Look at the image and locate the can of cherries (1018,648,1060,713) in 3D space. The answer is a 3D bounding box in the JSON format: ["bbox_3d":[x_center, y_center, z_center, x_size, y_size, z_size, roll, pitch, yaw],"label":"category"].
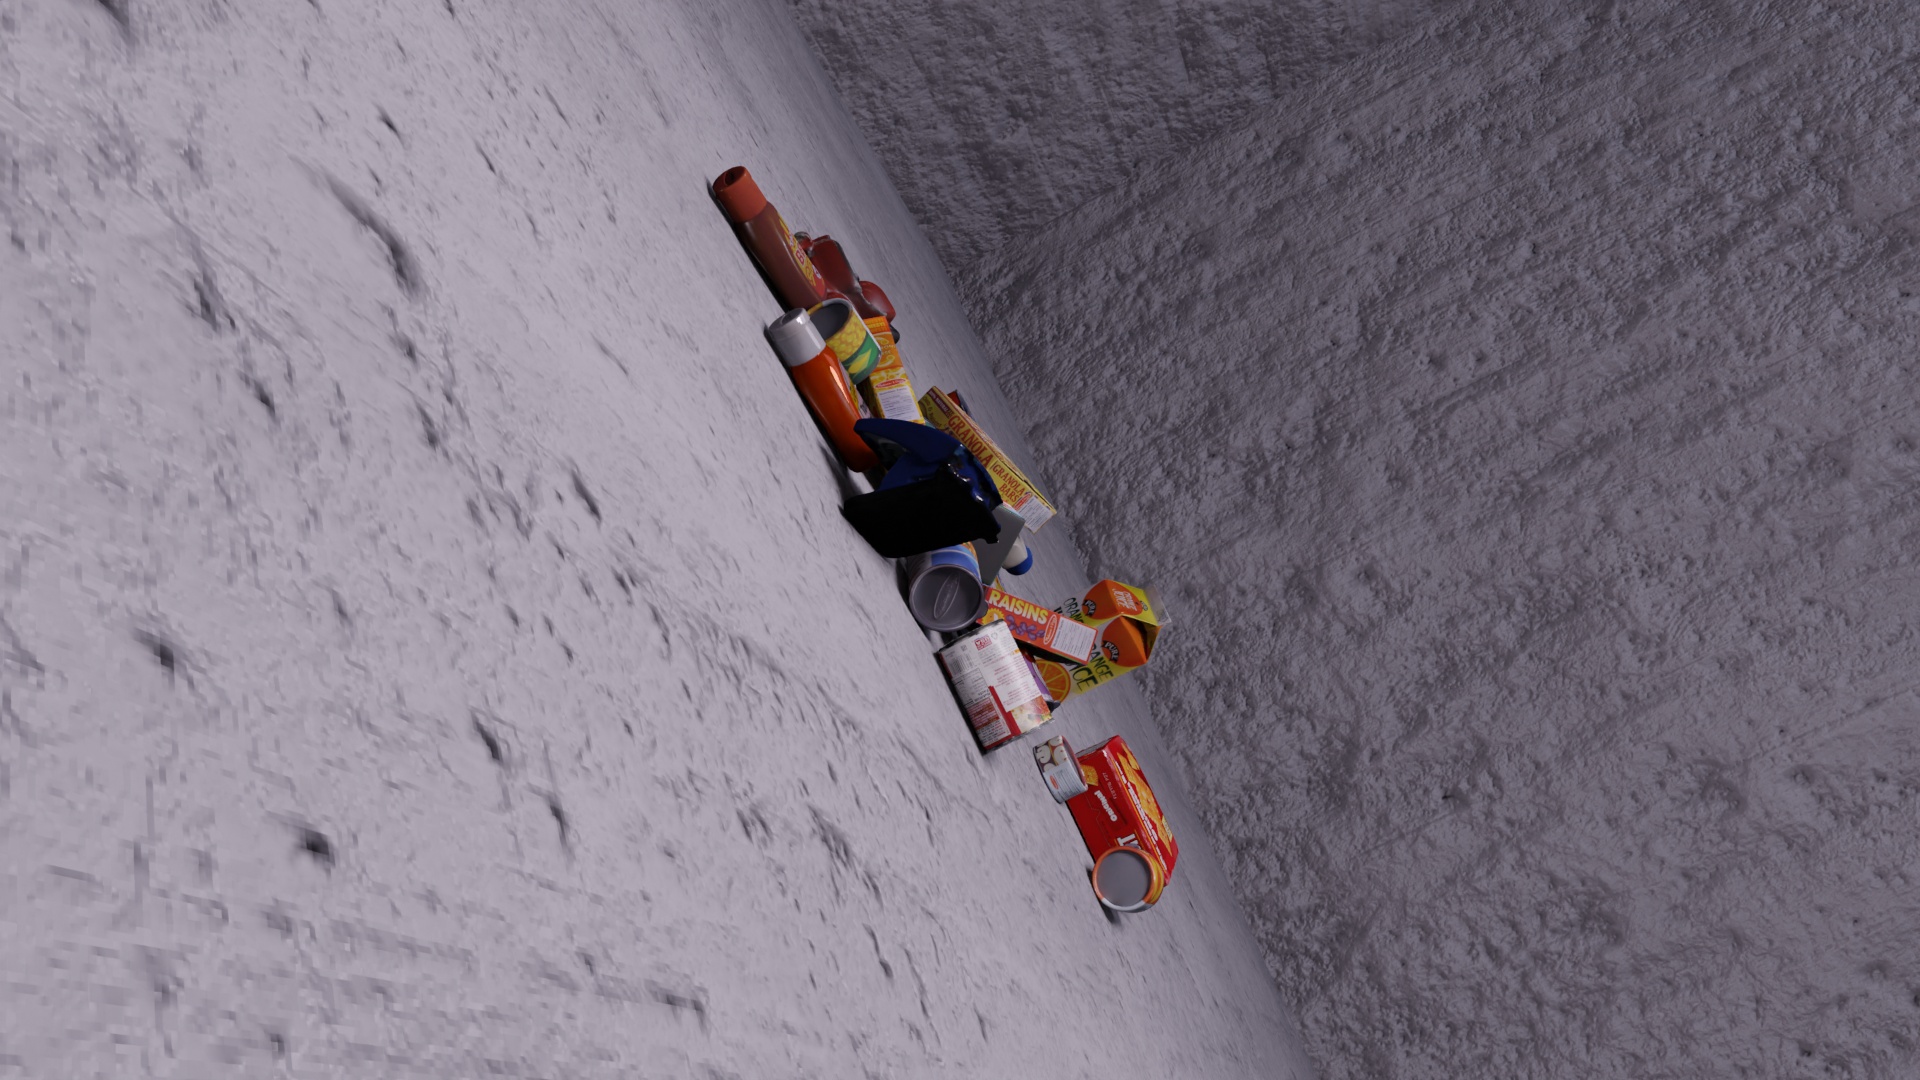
[{"bbox_3d":[0.050,0.141,1.300,0.058,0.071,0.071,66,8,27],"label":"can of cherries"}]

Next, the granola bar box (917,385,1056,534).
[{"bbox_3d":[0.027,-0.092,1.562,0.124,0.039,0.166,39,9,-44],"label":"granola bar box"}]

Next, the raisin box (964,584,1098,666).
[{"bbox_3d":[0.056,0.079,1.318,0.123,0.040,0.086,22,-9,-21],"label":"raisin box"}]

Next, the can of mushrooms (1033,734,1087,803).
[{"bbox_3d":[0.106,0.241,1.476,0.071,0.033,0.071,60,8,-15],"label":"can of mushrooms"}]

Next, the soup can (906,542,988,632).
[{"bbox_3d":[-0.012,0.036,1.243,0.071,0.071,0.084,60,8,-21],"label":"soup can"}]

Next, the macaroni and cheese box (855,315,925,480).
[{"bbox_3d":[-0.069,-0.121,1.362,0.123,0.040,0.167,87,-13,-47],"label":"macaroni and cheese box"}]

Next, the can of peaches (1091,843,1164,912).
[{"bbox_3d":[0.172,0.347,1.430,0.071,0.071,0.058,66,9,21],"label":"can of peaches"}]

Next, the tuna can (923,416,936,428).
[{"bbox_3d":[-0.064,-0.132,1.518,0.071,0.033,0.071,35,5,-3],"label":"tuna can"}]

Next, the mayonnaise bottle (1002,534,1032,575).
[{"bbox_3d":[0.047,0.001,1.577,0.065,0.041,0.147,65,6,26],"label":"mayonnaise bottle"}]

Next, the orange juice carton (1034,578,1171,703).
[{"bbox_3d":[0.127,0.108,1.461,0.072,0.192,0.072,58,10,-29],"label":"orange juice carton"}]

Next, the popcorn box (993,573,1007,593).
[{"bbox_3d":[0.027,0.059,1.544,0.085,0.038,0.127,51,14,-54],"label":"popcorn box"}]

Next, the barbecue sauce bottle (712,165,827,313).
[{"bbox_3d":[-0.179,-0.281,1.302,0.148,0.043,0.065,56,11,-40],"label":"barbecue sauce bottle"}]

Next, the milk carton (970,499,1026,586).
[{"bbox_3d":[0.005,-0.017,1.380,0.072,0.073,0.191,27,5,-9],"label":"milk carton"}]

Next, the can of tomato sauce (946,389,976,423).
[{"bbox_3d":[-0.026,-0.134,1.672,0.071,0.083,0.071,61,8,-14],"label":"can of tomato sauce"}]

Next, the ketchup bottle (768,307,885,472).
[{"bbox_3d":[-0.116,-0.133,1.221,0.148,0.043,0.065,59,6,-26],"label":"ketchup bottle"}]

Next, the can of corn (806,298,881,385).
[{"bbox_3d":[-0.118,-0.183,1.307,0.058,0.071,0.071,55,11,-43],"label":"can of corn"}]

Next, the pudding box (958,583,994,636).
[{"bbox_3d":[0.020,0.077,1.393,0.084,0.049,0.030,66,6,21],"label":"pudding box"}]
